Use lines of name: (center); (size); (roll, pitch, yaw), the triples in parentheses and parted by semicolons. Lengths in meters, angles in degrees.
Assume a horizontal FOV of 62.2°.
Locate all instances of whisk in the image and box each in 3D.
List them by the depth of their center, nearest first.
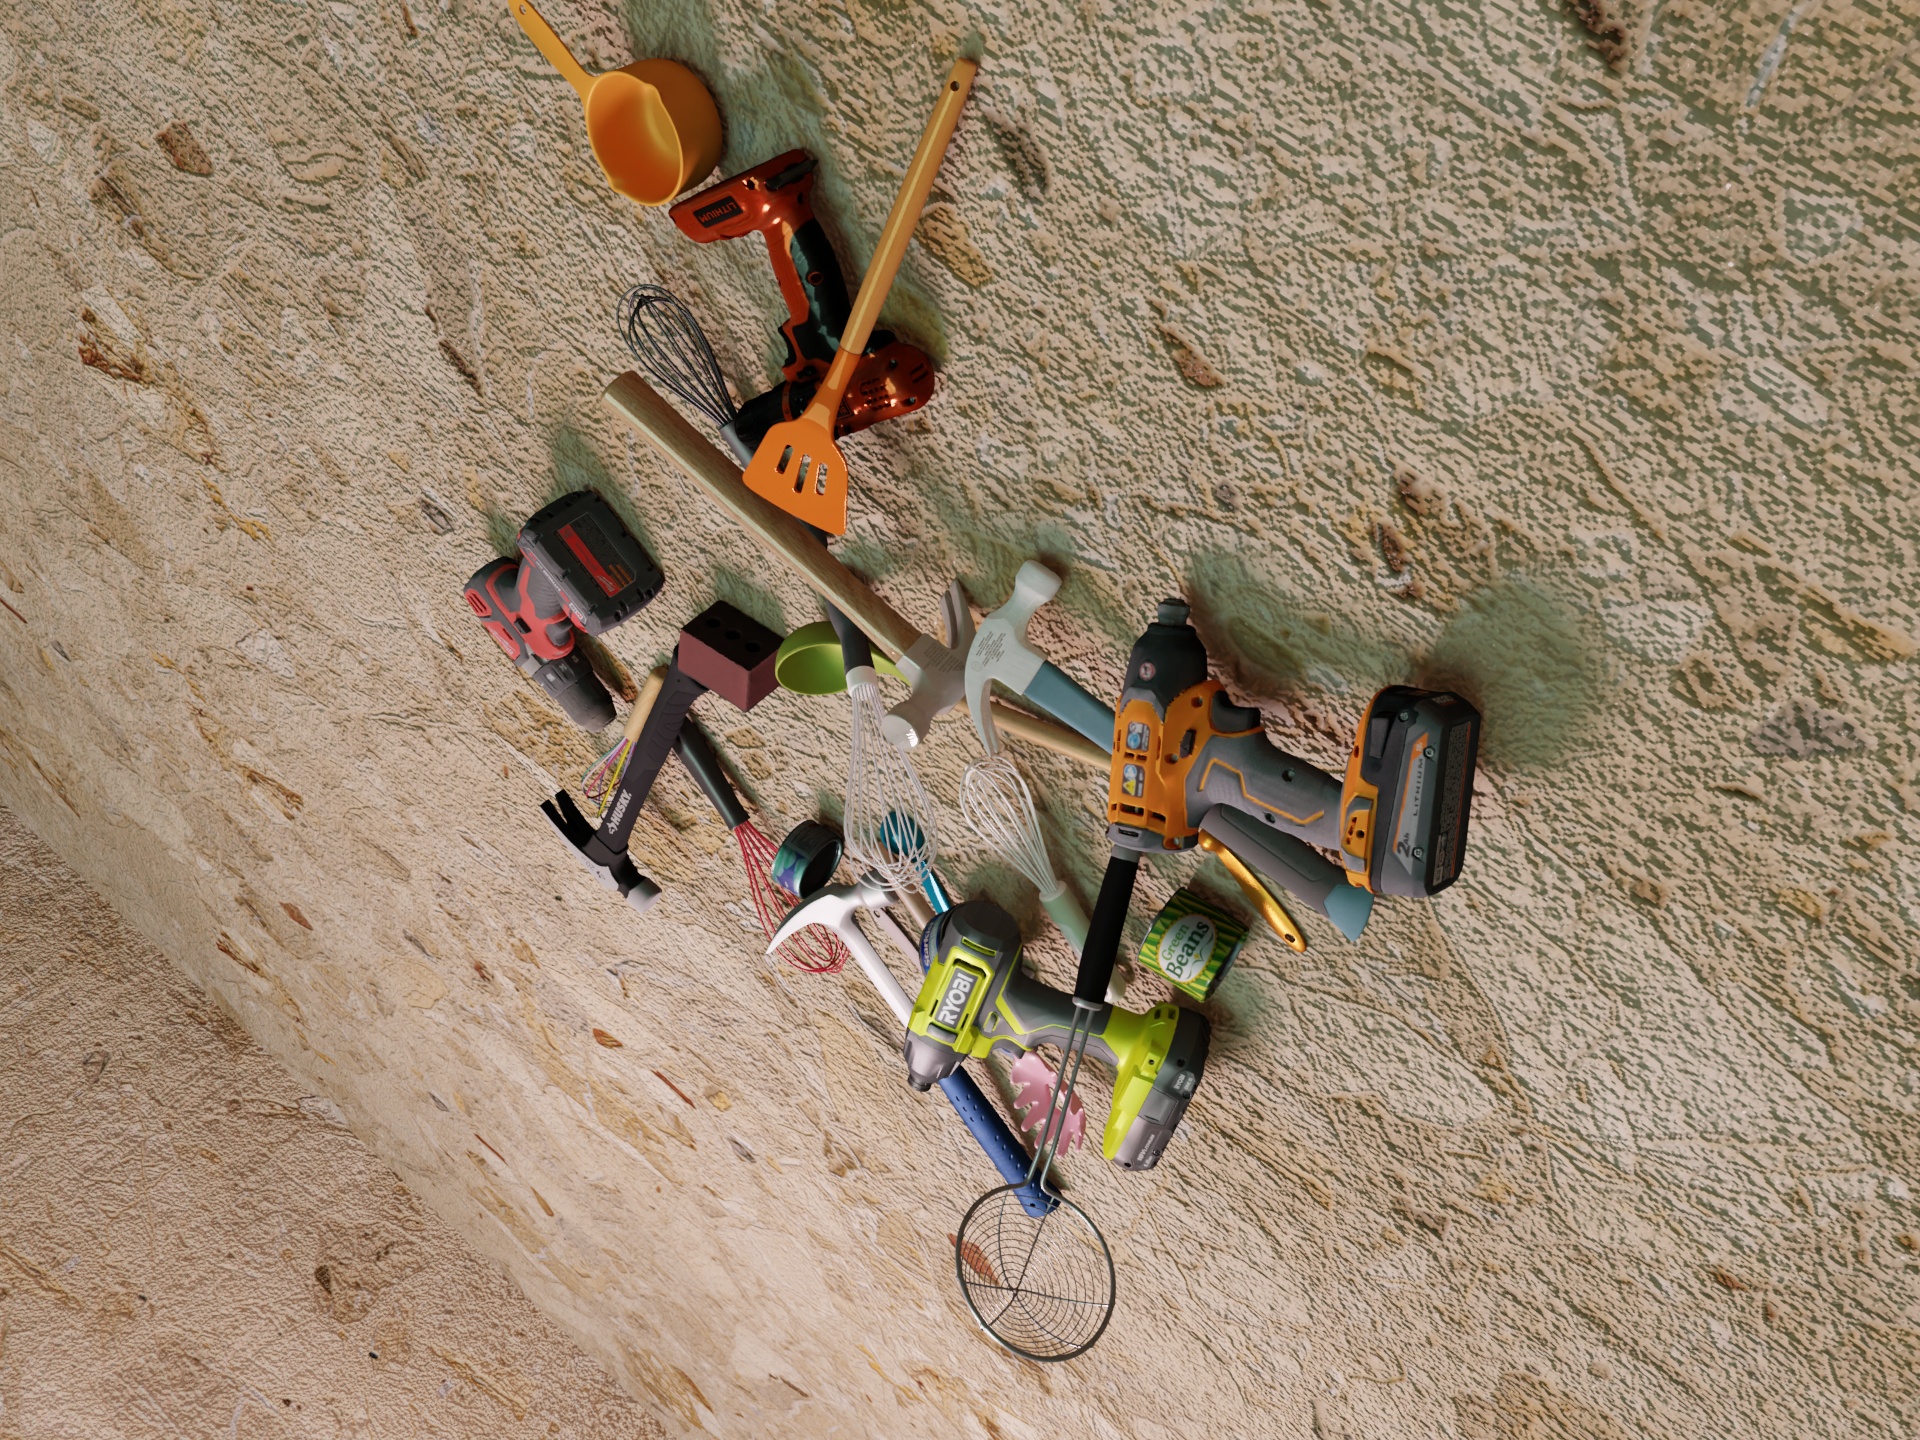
whisk: (-0.066, -0.002, 1.149); (0.070, 0.070, 0.285); (115, 149, -50)
whisk: (-0.174, -0.220, 1.188); (0.055, 0.055, 0.238); (-17, 113, 49)
whisk: (0.069, 0.129, 1.256); (0.058, 0.059, 0.246); (3, 129, 56)
whisk: (-0.196, 0.113, 1.487); (0.073, 0.073, 0.296); (-30, 93, 51)
whisk: (-0.321, 0.021, 1.539); (0.051, 0.047, 0.245); (44, 137, 7)

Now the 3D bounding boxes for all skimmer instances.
skimmer: (0.088, 0.270, 1.155); (0.127, 0.363, 0.090); (17, 176, -16)

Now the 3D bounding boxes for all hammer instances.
hammer: (0.144, 0.036, 1.087); (0.331, 0.033, 0.128); (36, 106, 6)
hammer: (-0.120, -0.129, 1.129); (0.331, 0.130, 0.031); (42, 141, -1)
hammer: (-0.026, 0.311, 1.470); (0.144, 0.035, 0.405); (-22, 114, 25)
hammer: (-0.300, 0.042, 1.483); (0.146, 0.035, 0.334); (41, 134, 8)

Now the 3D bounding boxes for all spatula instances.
spatula: (-0.058, -0.258, 0.999); (0.081, 0.041, 0.322); (28, 120, 2)

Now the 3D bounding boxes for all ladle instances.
ladle: (-0.002, -0.004, 1.203); (0.320, 0.062, 0.078); (22, 161, 24)

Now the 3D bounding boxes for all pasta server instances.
pasta server: (0.013, 0.238, 1.367); (0.060, 0.040, 0.316); (-30, 98, 39)

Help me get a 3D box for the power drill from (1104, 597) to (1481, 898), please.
power drill: (0.196, 0.015, 0.986); (0.227, 0.084, 0.164); (10, 102, 35)

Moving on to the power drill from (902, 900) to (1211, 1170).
power drill: (0.070, 0.259, 1.263); (0.223, 0.080, 0.171); (23, 114, 4)

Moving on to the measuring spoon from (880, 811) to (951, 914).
measuring spoon: (-0.036, 0.138, 1.379); (0.042, 0.021, 0.128); (-8, 115, 47)

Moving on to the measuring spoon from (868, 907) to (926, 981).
measuring spoon: (-0.050, 0.216, 1.462); (0.124, 0.018, 0.034); (51, 142, -5)

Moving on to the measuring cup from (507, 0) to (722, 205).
measuring cup: (-0.228, -0.425, 1.060); (0.173, 0.052, 0.095); (49, 142, 2)

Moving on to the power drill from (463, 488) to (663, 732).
power drill: (-0.353, -0.091, 1.445); (0.188, 0.080, 0.226); (53, 144, -6)

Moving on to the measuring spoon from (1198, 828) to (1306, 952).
measuring spoon: (0.210, 0.124, 1.145); (0.117, 0.011, 0.021); (50, 142, -3)
